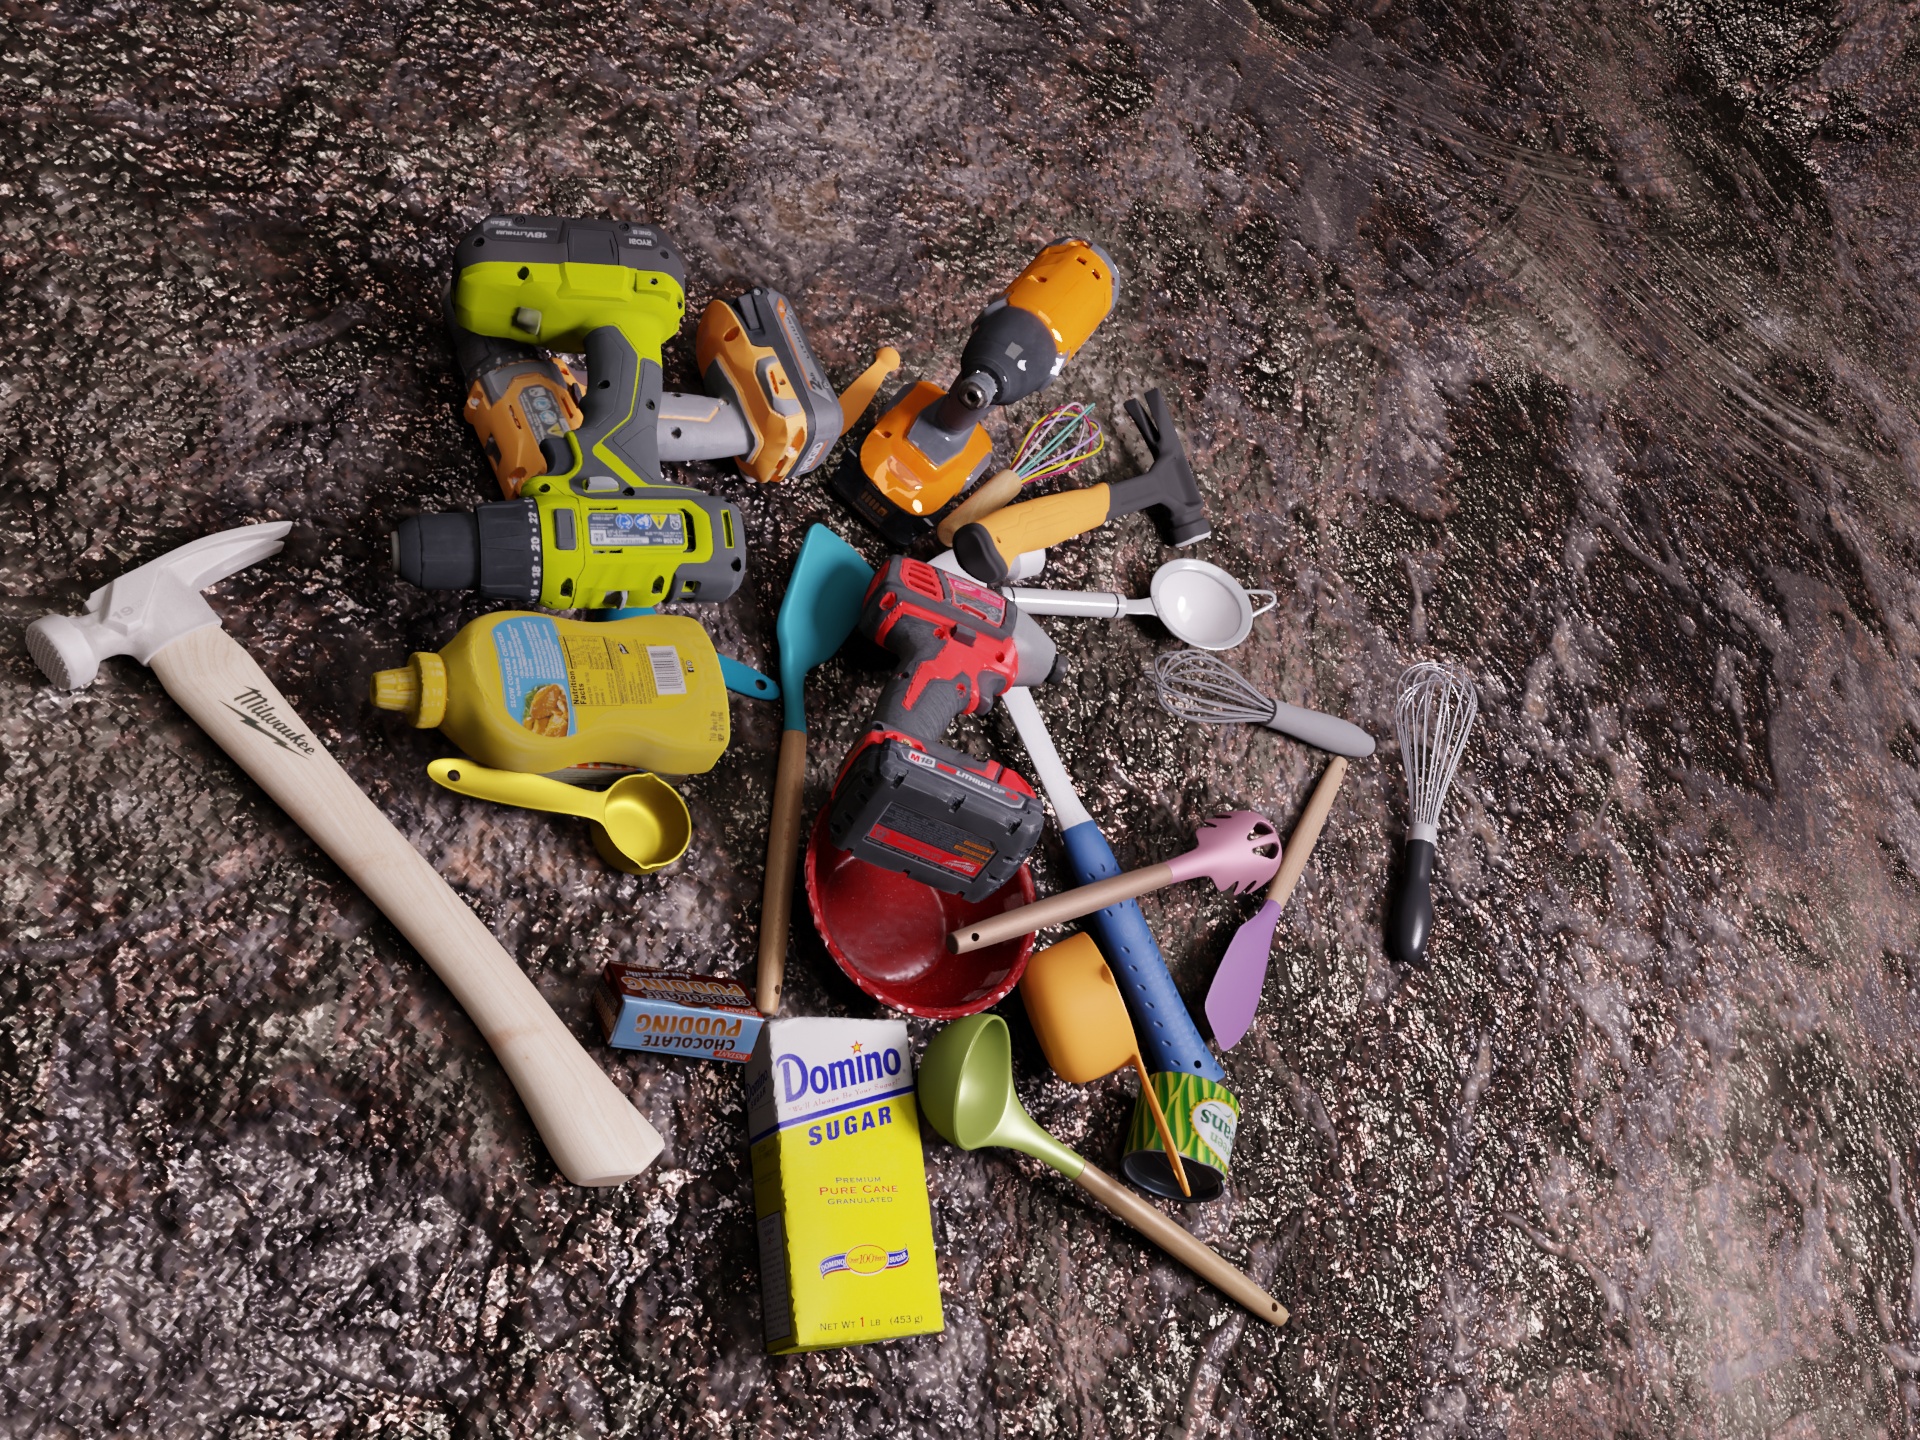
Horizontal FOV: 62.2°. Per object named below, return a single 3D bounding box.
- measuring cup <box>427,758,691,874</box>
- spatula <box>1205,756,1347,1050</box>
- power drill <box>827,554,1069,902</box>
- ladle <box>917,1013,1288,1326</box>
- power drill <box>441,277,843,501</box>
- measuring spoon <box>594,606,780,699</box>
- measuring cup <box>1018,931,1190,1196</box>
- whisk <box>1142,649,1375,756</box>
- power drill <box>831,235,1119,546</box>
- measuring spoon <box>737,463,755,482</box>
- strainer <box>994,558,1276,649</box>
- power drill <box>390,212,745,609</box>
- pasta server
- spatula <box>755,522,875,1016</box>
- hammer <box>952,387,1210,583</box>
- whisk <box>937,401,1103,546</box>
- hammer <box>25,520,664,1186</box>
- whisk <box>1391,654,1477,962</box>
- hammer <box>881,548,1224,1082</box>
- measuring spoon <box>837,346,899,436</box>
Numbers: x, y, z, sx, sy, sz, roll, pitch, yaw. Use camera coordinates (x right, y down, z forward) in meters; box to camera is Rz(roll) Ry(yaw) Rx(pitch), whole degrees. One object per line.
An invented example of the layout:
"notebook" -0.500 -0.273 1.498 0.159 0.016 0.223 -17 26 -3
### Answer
"measuring cup" -0.229 0.050 0.901 0.156 0.029 0.062 17 56 -31
"spatula" 0.238 0.123 1.174 0.316 0.018 0.059 -53 126 -45
"power drill" -0.002 -0.003 0.992 0.143 0.078 0.220 23 42 -14
"ladle" 0.097 0.285 0.966 0.320 0.062 0.078 40 53 -18
"power drill" -0.212 -0.221 1.034 0.226 0.084 0.185 -20 77 -31
"measuring spoon" -0.168 -0.045 1.006 0.128 0.021 0.042 25 54 -21
"measuring cup" 0.085 0.217 0.978 0.052 0.095 0.174 -19 63 -6
"whisk" 0.239 -0.007 1.245 0.238 0.055 0.055 17 57 -31
"power drill" 0.003 -0.214 1.076 0.084 0.226 0.164 42 50 -7
"measuring spoon" -0.146 -0.222 1.120 0.034 0.018 0.124 11 61 -29
"strainer" 0.124 -0.087 1.213 0.258 0.050 0.087 1 58 -27
"power drill" -0.233 -0.172 0.920 0.190 0.080 0.229 -3 73 -22
"pasta server" 0.110 0.109 1.043 0.316 0.040 0.060 -12 77 -39
"spatula" -0.098 0.029 0.997 0.082 0.044 0.318 41 44 -50
"hammer" 0.089 -0.163 1.164 0.337 0.034 0.127 -28 98 -55
"whisk" 0.049 -0.186 1.195 0.047 0.051 0.245 53 40 -9
"hammer" -0.296 0.076 0.847 0.410 0.038 0.146 50 48 -1
"whisk" 0.377 0.068 1.291 0.070 0.070 0.285 28 58 -18
"hammer" 0.069 0.065 1.087 0.144 0.035 0.406 -19 79 -29
"measuring spoon" -0.073 -0.245 1.186 0.021 0.011 0.117 39 50 -10
